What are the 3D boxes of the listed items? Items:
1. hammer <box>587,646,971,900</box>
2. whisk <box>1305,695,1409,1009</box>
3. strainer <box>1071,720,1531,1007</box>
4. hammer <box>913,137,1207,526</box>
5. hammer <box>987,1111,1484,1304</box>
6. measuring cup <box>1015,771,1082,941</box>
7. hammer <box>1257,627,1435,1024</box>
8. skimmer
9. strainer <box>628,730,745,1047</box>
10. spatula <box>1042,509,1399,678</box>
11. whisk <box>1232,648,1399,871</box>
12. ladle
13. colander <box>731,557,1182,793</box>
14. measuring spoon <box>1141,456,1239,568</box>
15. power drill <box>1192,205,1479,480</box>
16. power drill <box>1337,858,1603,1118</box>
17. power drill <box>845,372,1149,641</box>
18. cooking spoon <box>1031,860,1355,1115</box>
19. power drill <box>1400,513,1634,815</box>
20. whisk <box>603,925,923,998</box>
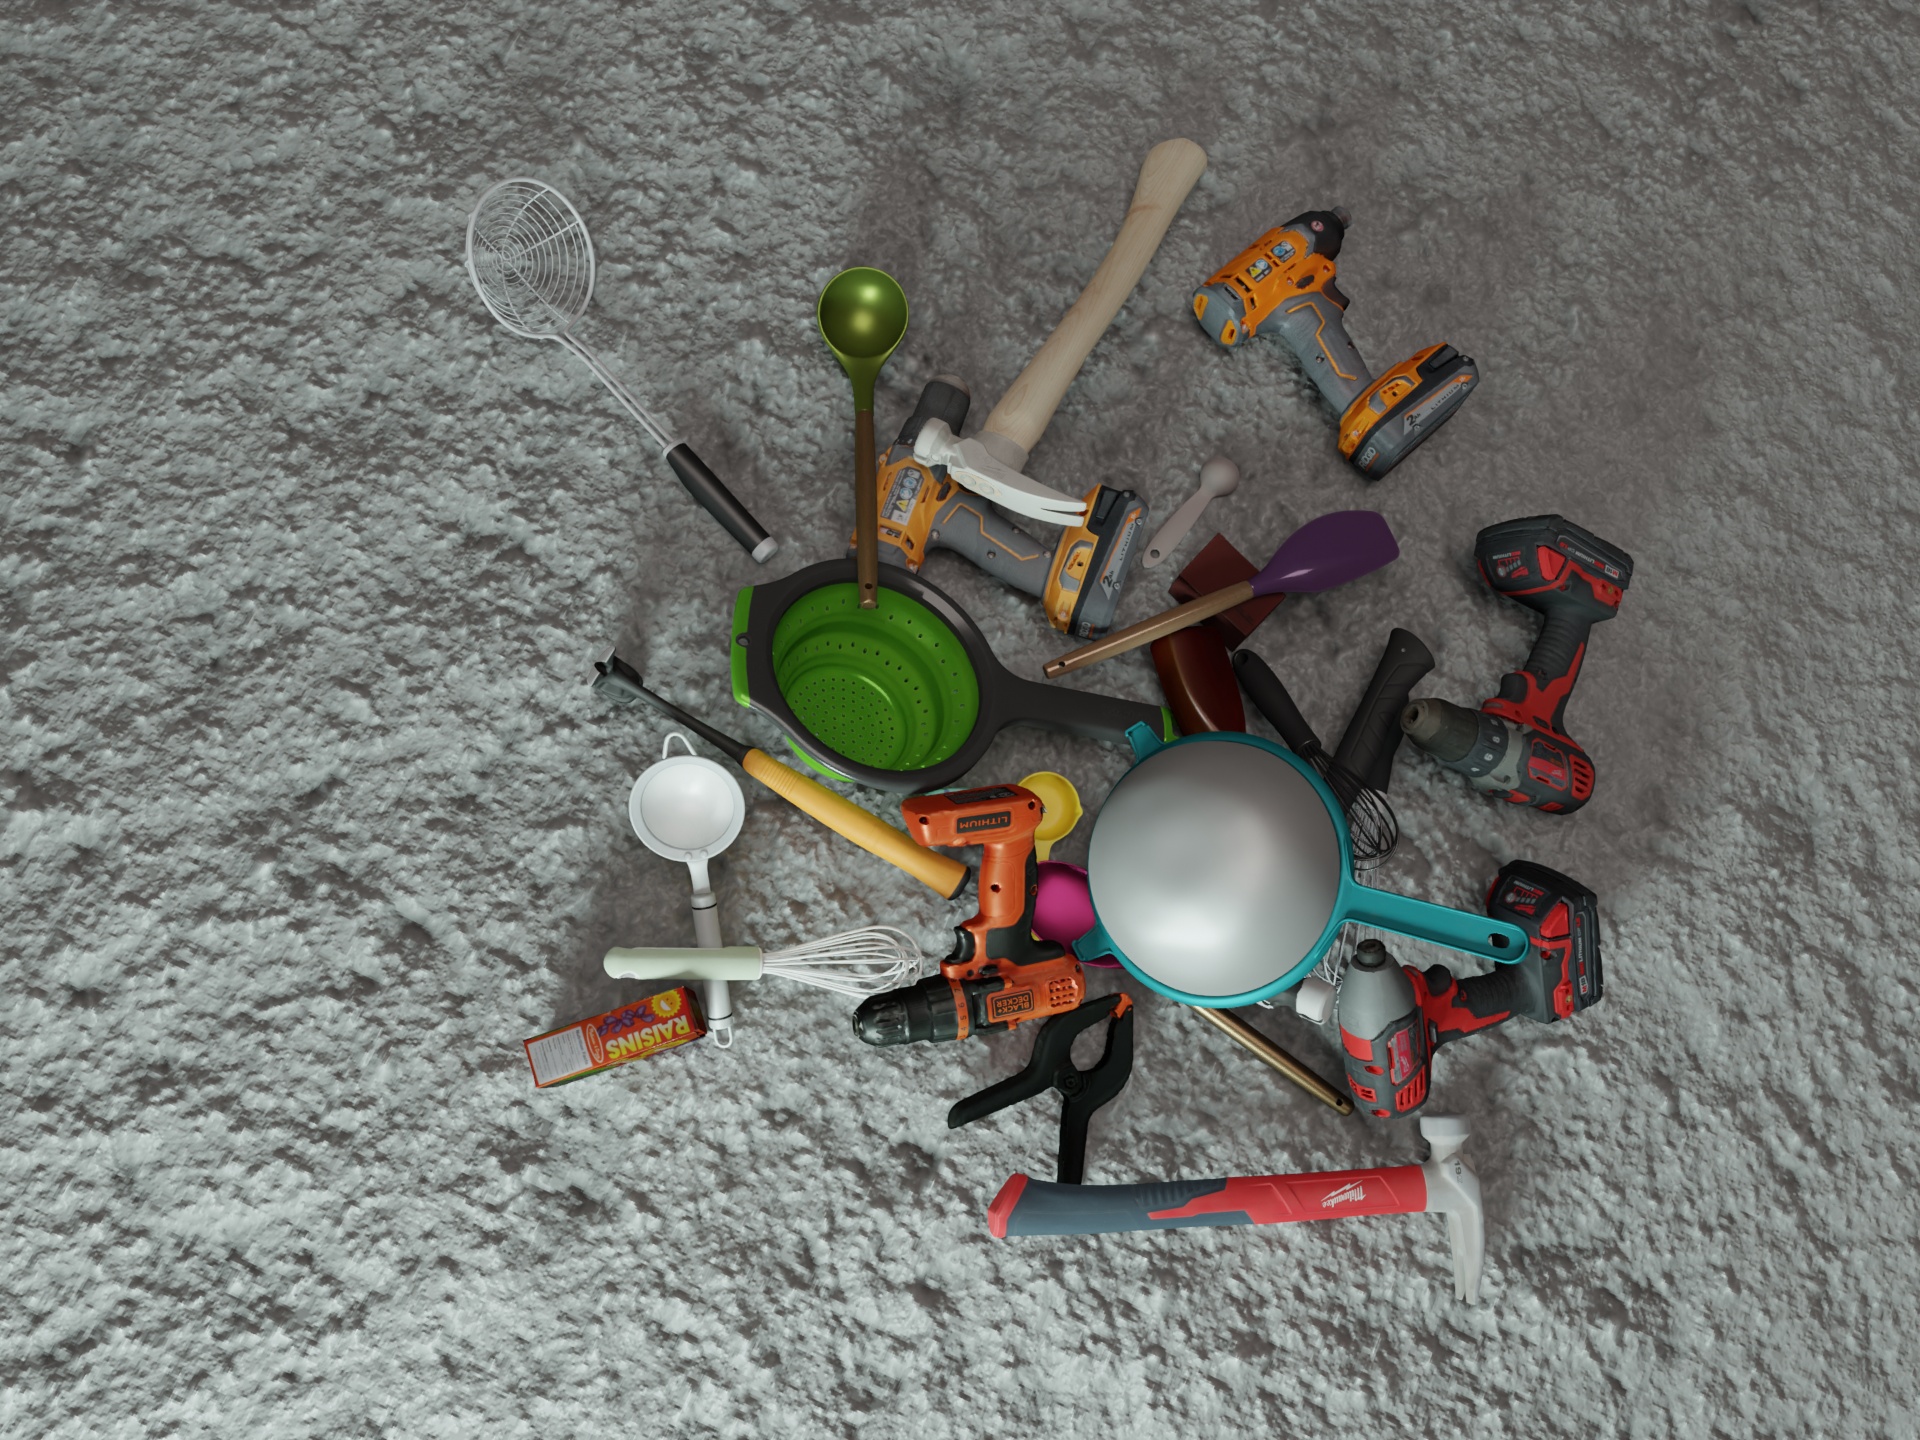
[{"bbox_3d":[-0.139,0.044,1.243,0.337,0.127,0.034,31,83,-3],"label":"hammer"},{"bbox_3d":[0.327,0.096,1.293,0.070,0.070,0.285,17,72,-1],"label":"whisk"},{"bbox_3d":[0.230,0.118,1.146,0.340,0.095,0.211,13,86,31],"label":"strainer"},{"bbox_3d":[0.120,-0.340,1.335,0.146,0.038,0.411,26,66,9],"label":"hammer"},{"bbox_3d":[0.213,0.383,1.214,0.386,0.038,0.143,-1,79,-10],"label":"hammer"},{"bbox_3d":[0.059,0.118,1.286,0.062,0.029,0.156,8,89,-9],"label":"measuring cup"},{"bbox_3d":[0.291,0.069,1.274,0.146,0.035,0.335,19,71,33],"label":"hammer"},{"bbox_3d":[-0.267,-0.285,1.308,0.363,0.090,0.127,48,47,4],"label":"skimmer"},{"bbox_3d":[-0.200,0.130,1.220,0.087,0.050,0.258,-7,101,-3],"label":"strainer"},{"bbox_3d":[0.210,-0.099,1.288,0.316,0.018,0.060,-23,80,-10],"label":"spatula"},{"bbox_3d":[0.274,0.025,1.262,0.055,0.055,0.239,-19,48,-8],"label":"whisk"},{"bbox_3d":[-0.077,-0.234,1.289,0.078,0.062,0.320,0,61,-5],"label":"ladle"},{"bbox_3d":[-0.002,-0.004,1.275,0.397,0.094,0.205,11,56,-20],"label":"colander"},{"bbox_3d":[0.196,-0.178,1.357,0.034,0.018,0.124,39,79,4],"label":"measuring spoon"},{"bbox_3d":[0.333,-0.337,1.372,0.164,0.084,0.226,-41,80,-12],"label":"power drill"},{"bbox_3d":[0.383,0.198,1.218,0.219,0.079,0.143,-23,114,-21],"label":"power drill"},{"bbox_3d":[0.038,-0.178,1.318,0.226,0.084,0.185,19,75,4],"label":"power drill"},{"bbox_3d":[0.181,0.218,1.265,0.319,0.017,0.069,36,81,0],"label":"cooking spoon"},{"bbox_3d":[0.450,-0.050,1.294,0.187,0.080,0.227,20,78,-26],"label":"power drill"},{"bbox_3d":[-0.146,0.184,1.211,0.246,0.057,0.059,3,66,-19],"label":"whisk"}]
